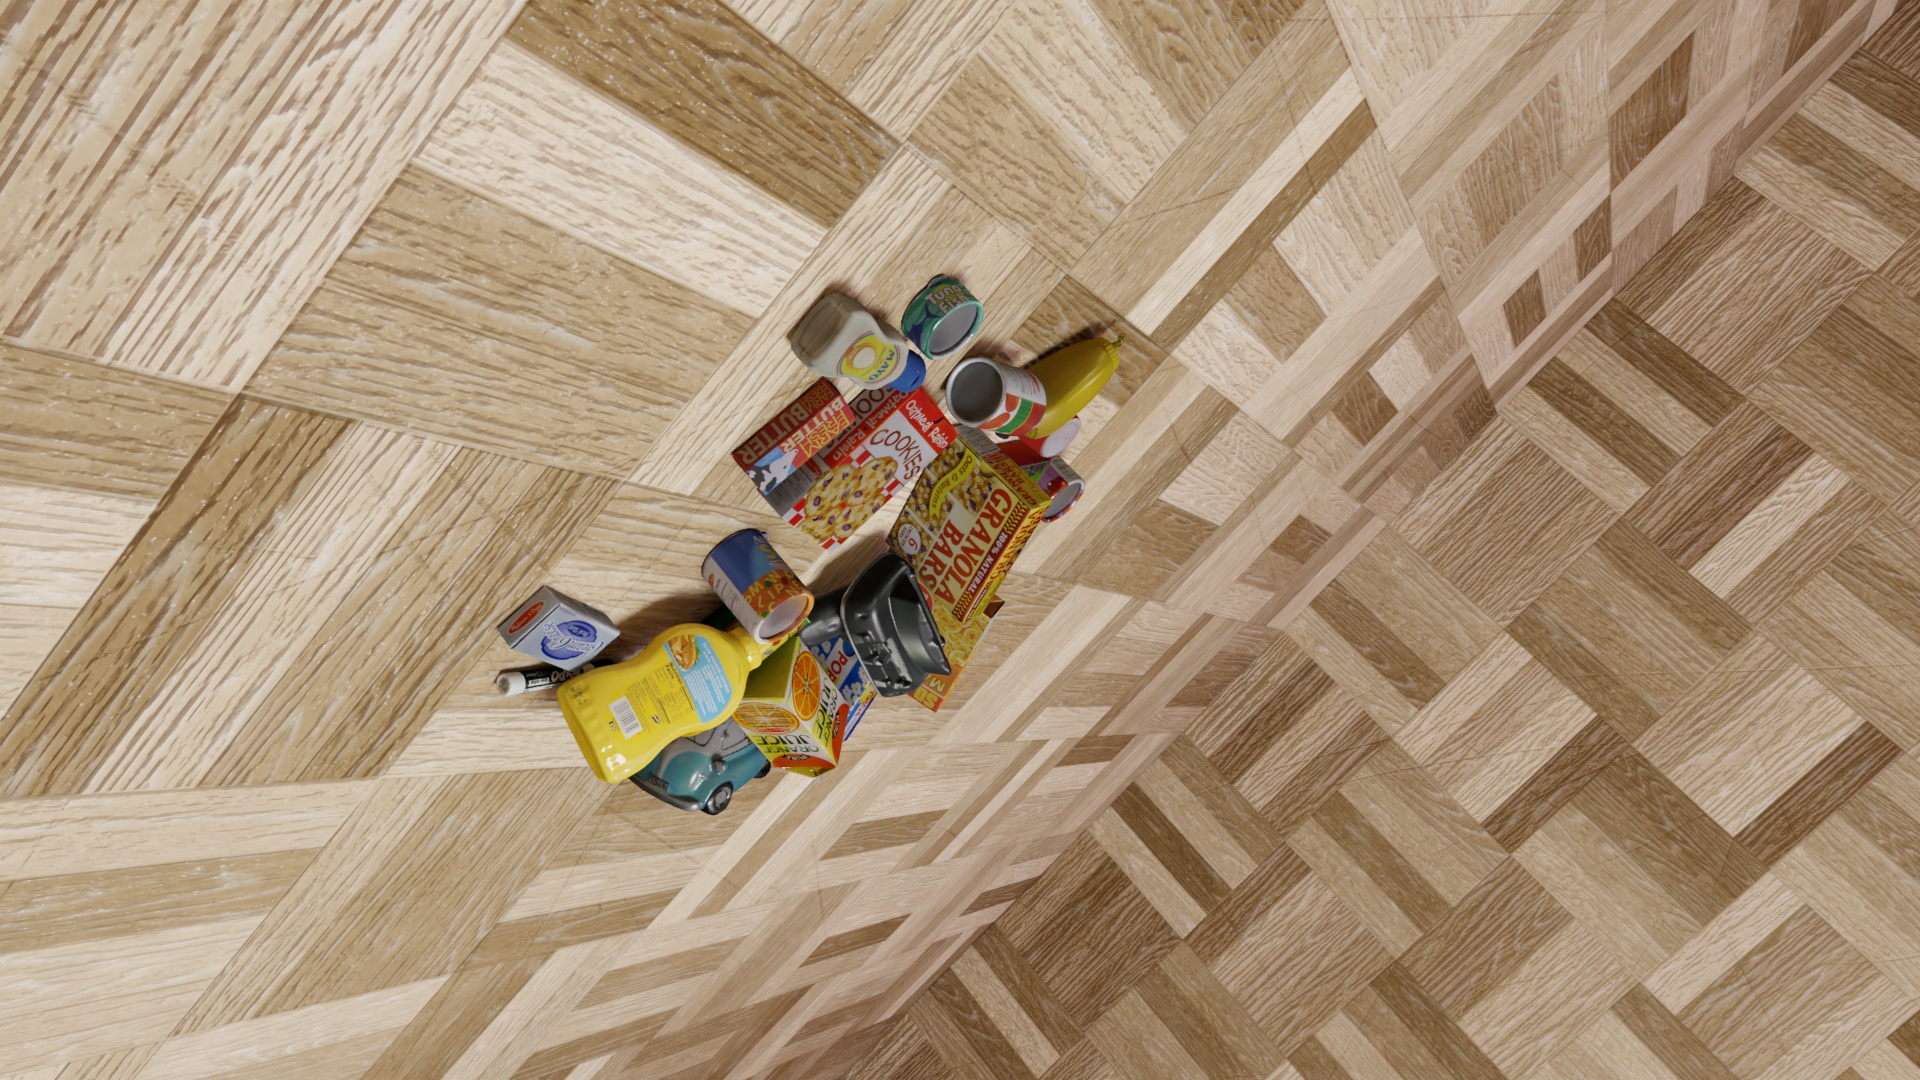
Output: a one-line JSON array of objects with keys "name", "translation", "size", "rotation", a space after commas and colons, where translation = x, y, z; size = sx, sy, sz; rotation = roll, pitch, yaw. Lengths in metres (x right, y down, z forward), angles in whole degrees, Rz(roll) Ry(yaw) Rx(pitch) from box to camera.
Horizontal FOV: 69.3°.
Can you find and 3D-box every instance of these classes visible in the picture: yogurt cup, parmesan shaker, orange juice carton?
[{"name": "yogurt cup", "translation": [0.088, -0.123, 1.438], "size": [0.072, 0.054, 0.072], "rotation": [-34, 156, -17]}, {"name": "parmesan shaker", "translation": [-0.201, 0.086, 1.313], "size": [0.103, 0.071, 0.071], "rotation": [-40, 157, -7]}, {"name": "orange juice carton", "translation": [-0.168, 0.175, 1.403], "size": [0.073, 0.072, 0.192], "rotation": [-3, 145, 17]}]

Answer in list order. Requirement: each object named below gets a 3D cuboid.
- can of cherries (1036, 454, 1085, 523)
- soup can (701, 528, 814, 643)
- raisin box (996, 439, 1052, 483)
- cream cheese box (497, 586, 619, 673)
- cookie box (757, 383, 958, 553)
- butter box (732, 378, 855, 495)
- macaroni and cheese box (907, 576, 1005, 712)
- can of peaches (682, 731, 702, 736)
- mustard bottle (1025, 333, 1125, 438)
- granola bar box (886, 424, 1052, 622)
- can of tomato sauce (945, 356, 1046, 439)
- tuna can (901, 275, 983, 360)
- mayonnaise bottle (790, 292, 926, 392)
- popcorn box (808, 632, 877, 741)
[{"name": "can of cherries", "translation": [0.096, -0.060, 1.557], "size": [0.072, 0.058, 0.071], "rotation": [-35, 156, -18]}, {"name": "soup can", "translation": [-0.179, 0.040, 1.248], "size": [0.071, 0.084, 0.071], "rotation": [-36, 156, -18]}, {"name": "raisin box", "translation": [0.035, -0.049, 1.503], "size": [0.086, 0.040, 0.122], "rotation": [-16, 146, -50]}, {"name": "cream cheese box", "translation": [-0.328, 0.075, 1.142], "size": [0.053, 0.024, 0.103], "rotation": [-42, 158, 0]}, {"name": "cookie box", "translation": [-0.088, -0.071, 1.257], "size": [0.167, 0.040, 0.122], "rotation": [-43, 158, 0]}, {"name": "butter box", "translation": [-0.139, -0.087, 1.166], "size": [0.103, 0.024, 0.053], "rotation": [-41, 158, -5]}, {"name": "macaroni and cheese box", "translation": [-0.041, 0.096, 1.521], "size": [0.040, 0.124, 0.165], "rotation": [-46, 168, -50]}, {"name": "can of peaches", "translation": [-0.273, 0.152, 1.319], "size": [0.071, 0.071, 0.058], "rotation": [-44, 158, 4]}, {"name": "mustard bottle", "translation": [0.114, -0.164, 1.398], "size": [0.161, 0.065, 0.048], "rotation": [-36, 153, -25]}, {"name": "granola bar box", "translation": [0.005, -0.018, 1.397], "size": [0.039, 0.124, 0.164], "rotation": [-20, 148, -47]}, {"name": "can of tomato sauce", "translation": [0.033, -0.134, 1.311], "size": [0.071, 0.071, 0.083], "rotation": [-50, 156, 18]}, {"name": "tuna can", "translation": [-0.014, -0.189, 1.178], "size": [0.071, 0.033, 0.070], "rotation": [-35, 157, -17]}, {"name": "mayonnaise bottle", "translation": [-0.076, -0.153, 1.128], "size": [0.064, 0.041, 0.148], "rotation": [-50, 156, 12]}, {"name": "popcorn box", "translation": [-0.136, 0.155, 1.523], "size": [0.038, 0.085, 0.126], "rotation": [-13, 143, -52]}]
